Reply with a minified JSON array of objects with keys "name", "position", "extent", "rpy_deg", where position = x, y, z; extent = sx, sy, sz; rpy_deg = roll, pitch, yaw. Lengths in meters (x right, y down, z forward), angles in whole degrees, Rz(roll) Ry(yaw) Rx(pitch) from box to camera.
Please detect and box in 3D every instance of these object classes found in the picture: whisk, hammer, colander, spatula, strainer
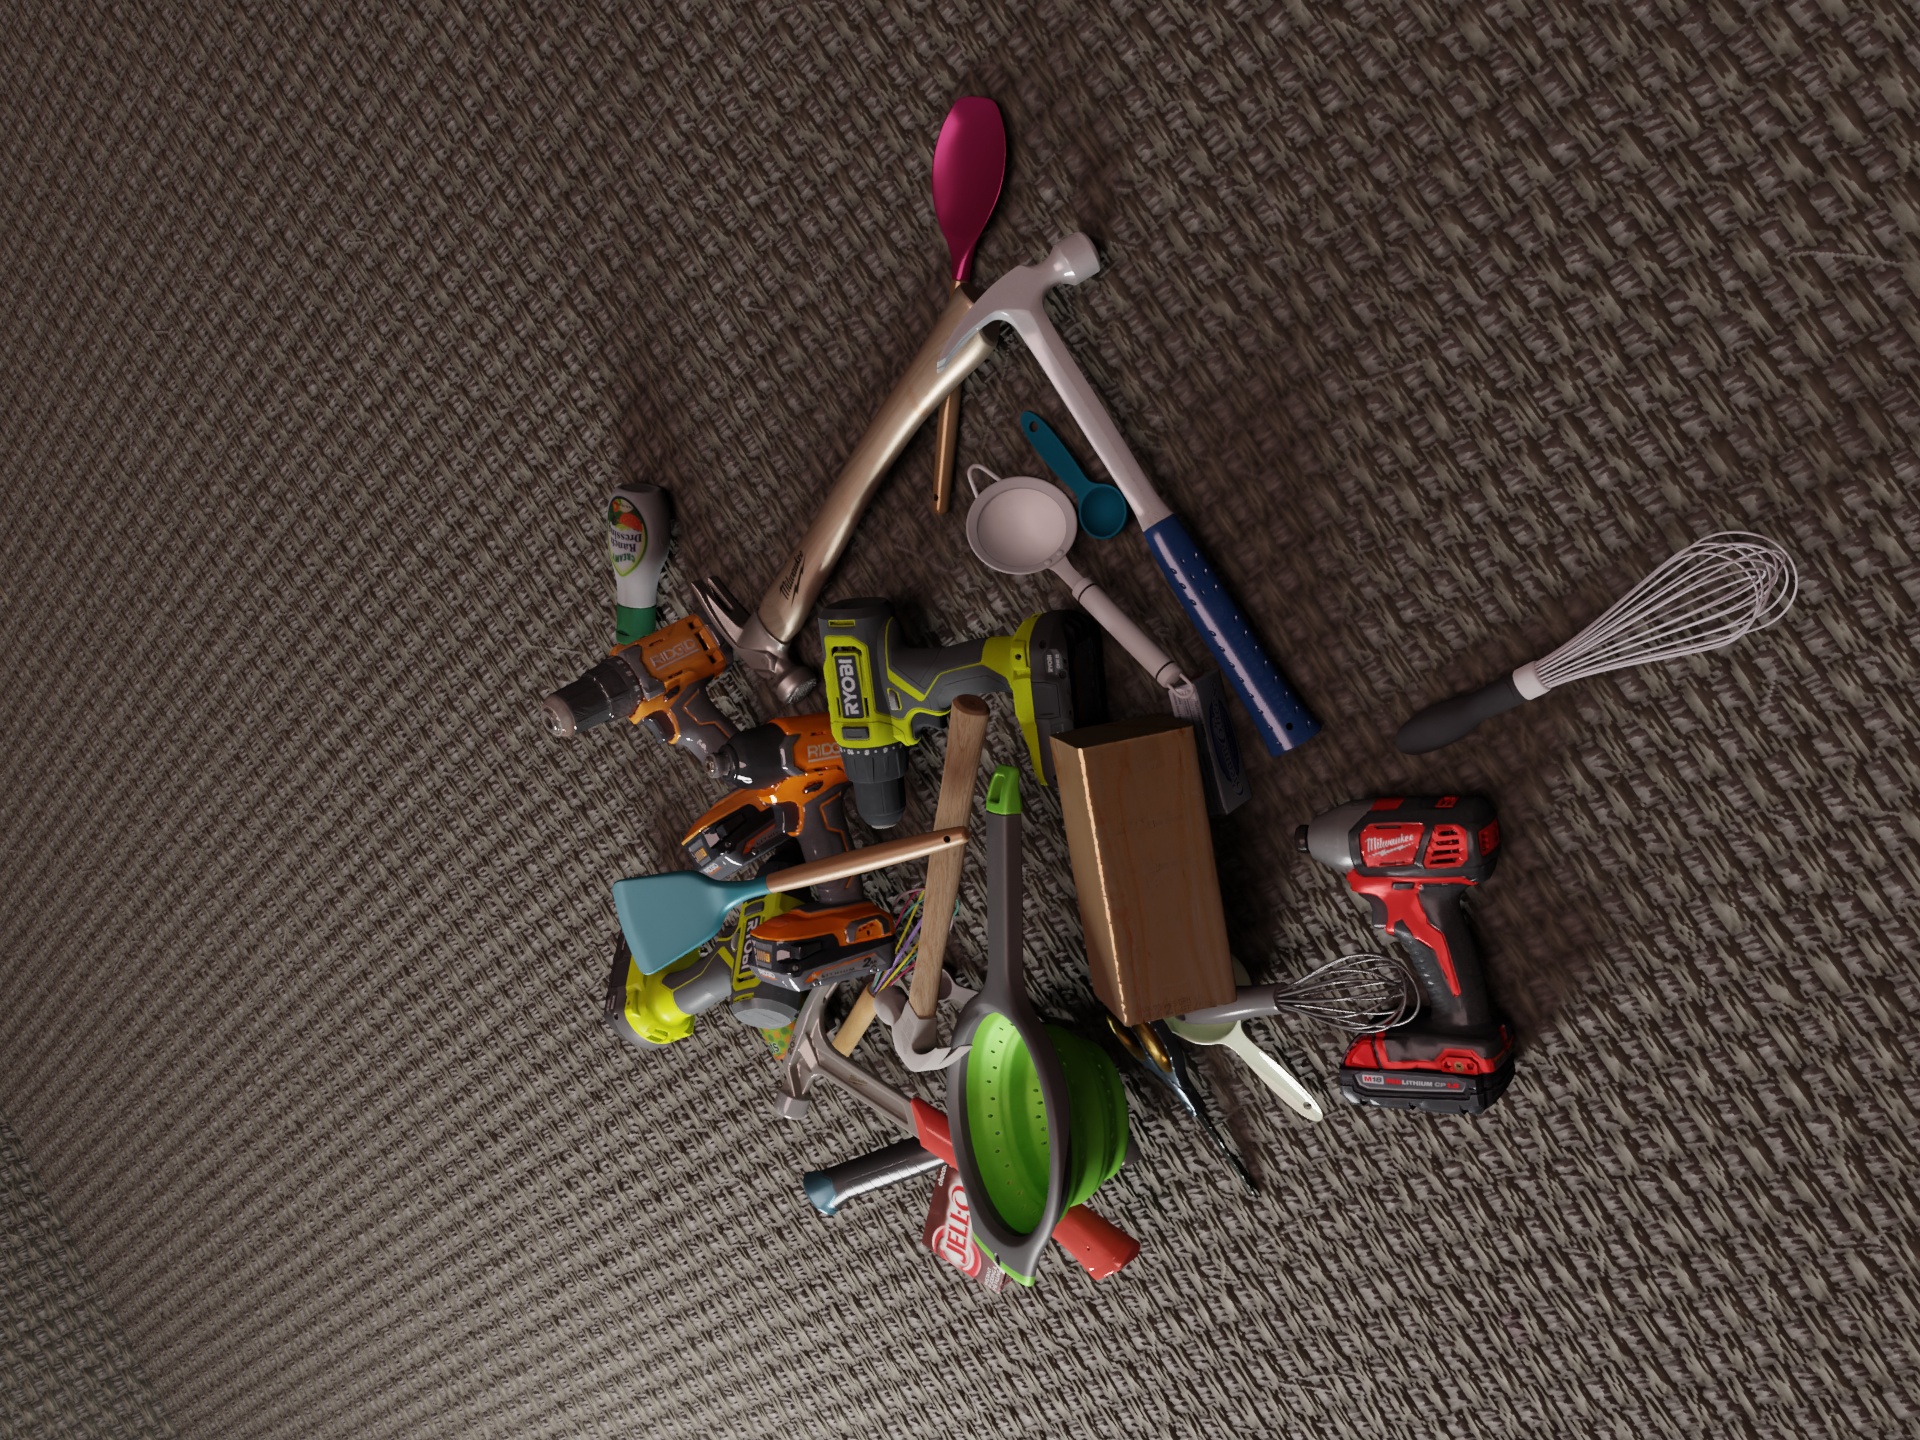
[{"name":"whisk","position":[-0.065,0.228,1.441],"extent":[0.047,0.051,0.244],"rpy_deg":[57,133,33]},{"name":"whisk","position":[0.235,0.203,1.151],"extent":[0.239,0.055,0.055],"rpy_deg":[-21,92,54]},{"name":"whisk","position":[0.402,-0.041,1.040],"extent":[0.284,0.070,0.070],"rpy_deg":[-32,85,40]},{"name":"hammer","position":[0.134,-0.151,1.168],"extent":[0.144,0.035,0.405],"rpy_deg":[-32,90,-1]},{"name":"colander","position":[0.069,0.231,1.249],"extent":[0.204,0.094,0.397],"rpy_deg":[-170,79,-66]},{"name":"hammer","position":[-0.002,0.354,1.362],"extent":[0.359,0.036,0.149],"rpy_deg":[27,103,27]},{"name":"spatula","position":[-0.134,0.128,1.259],"extent":[0.317,0.044,0.082],"rpy_deg":[-17,92,27]},{"name":"hammer","position":[-0.095,-0.196,1.319],"extent":[0.146,0.038,0.410],"rpy_deg":[48,127,14]},{"name":"strainer","position":[0.089,-0.103,1.213],"extent":[0.259,0.087,0.050],"rpy_deg":[48,168,26]},{"name":"hammer","position":[-0.014,0.136,1.267],"extent":[0.130,0.031,0.331],"rpy_deg":[-133,46,-54]},{"name":"hammer","position":[-0.004,0.373,1.402],"extent":[0.331,0.033,0.128],"rpy_deg":[-27,77,26]}]

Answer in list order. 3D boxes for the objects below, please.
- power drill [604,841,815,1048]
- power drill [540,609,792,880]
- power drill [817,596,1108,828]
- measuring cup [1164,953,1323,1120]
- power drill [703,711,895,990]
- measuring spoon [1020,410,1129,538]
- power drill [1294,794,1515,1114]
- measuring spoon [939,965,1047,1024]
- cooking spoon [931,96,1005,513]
[{"name":"power drill","position":[-0.228,0.215,1.489],"extent":[0.223,0.080,0.171],"rpy_deg":[-22,50,37]},{"name":"power drill","position":[-0.247,0.030,1.411],"extent":[0.226,0.185,0.084],"rpy_deg":[58,143,2]},{"name":"power drill","position":[-0.002,-0.004,1.282],"extent":[0.228,0.080,0.190],"rpy_deg":[0,106,25]},{"name":"measuring cup","position":[0.226,0.245,1.249],"extent":[0.168,0.038,0.083],"rpy_deg":[44,123,13]},{"name":"power drill","position":[-0.137,0.109,1.355],"extent":[0.084,0.164,0.226],"rpy_deg":[2,98,53]},{"name":"measuring spoon","position":[0.089,-0.192,1.229],"extent":[0.042,0.021,0.129],"rpy_deg":[-48,67,30]},{"name":"power drill","position":[0.319,0.162,1.142],"extent":[0.143,0.078,0.219],"rpy_deg":[-3,99,34]},{"name":"measuring spoon","position":[0.022,0.245,1.401],"extent":[0.124,0.018,0.034],"rpy_deg":[19,114,21]},{"name":"cooking spoon","position":[-0.002,-0.319,1.247],"extent":[0.069,0.017,0.318],"rpy_deg":[19,113,33]}]
